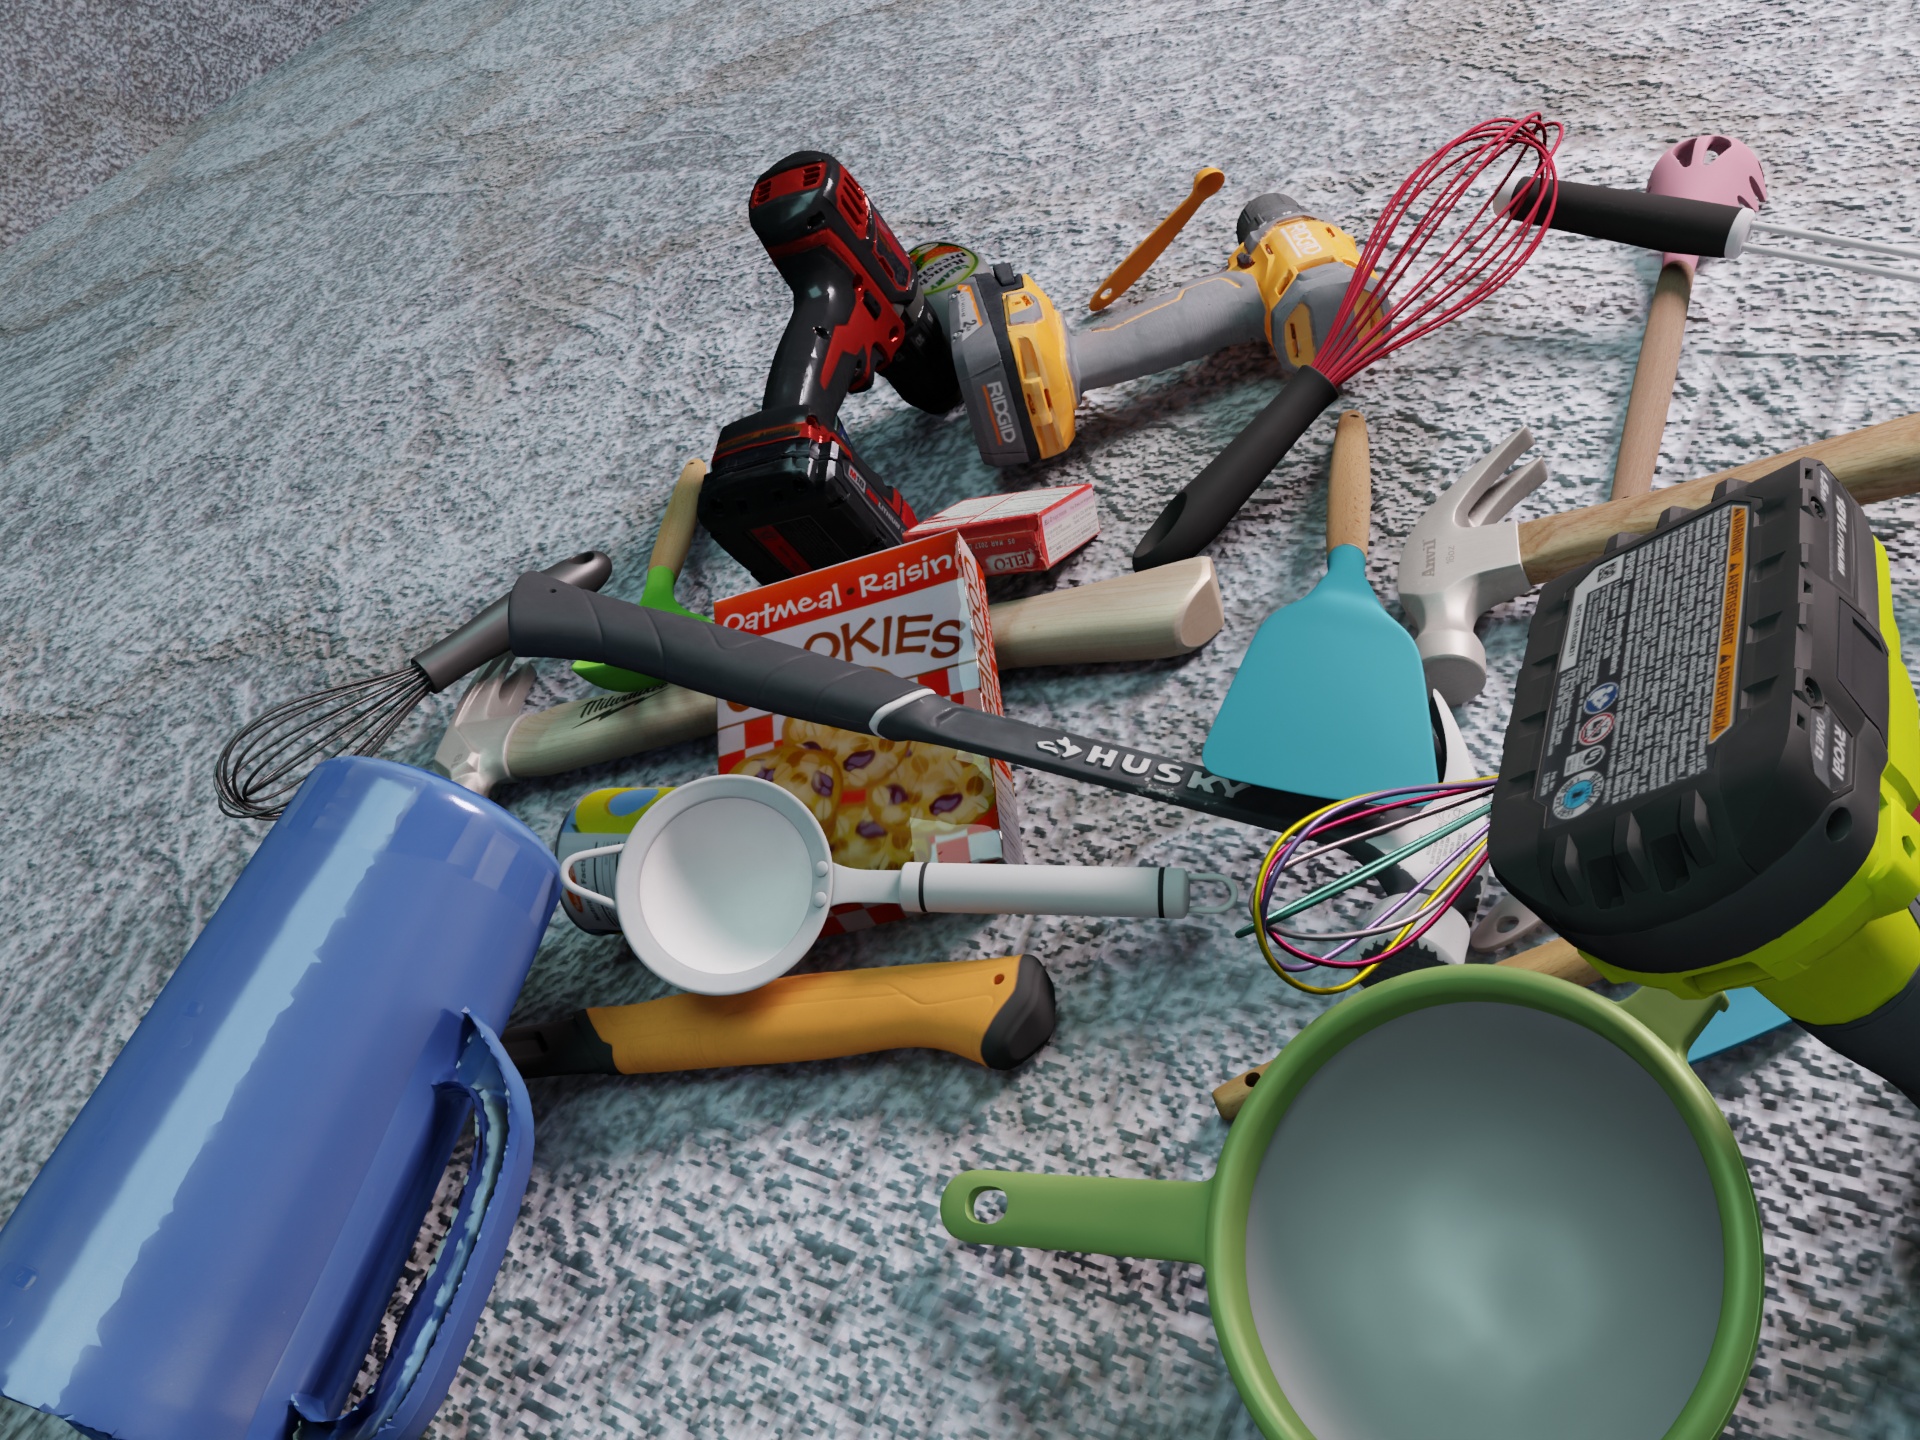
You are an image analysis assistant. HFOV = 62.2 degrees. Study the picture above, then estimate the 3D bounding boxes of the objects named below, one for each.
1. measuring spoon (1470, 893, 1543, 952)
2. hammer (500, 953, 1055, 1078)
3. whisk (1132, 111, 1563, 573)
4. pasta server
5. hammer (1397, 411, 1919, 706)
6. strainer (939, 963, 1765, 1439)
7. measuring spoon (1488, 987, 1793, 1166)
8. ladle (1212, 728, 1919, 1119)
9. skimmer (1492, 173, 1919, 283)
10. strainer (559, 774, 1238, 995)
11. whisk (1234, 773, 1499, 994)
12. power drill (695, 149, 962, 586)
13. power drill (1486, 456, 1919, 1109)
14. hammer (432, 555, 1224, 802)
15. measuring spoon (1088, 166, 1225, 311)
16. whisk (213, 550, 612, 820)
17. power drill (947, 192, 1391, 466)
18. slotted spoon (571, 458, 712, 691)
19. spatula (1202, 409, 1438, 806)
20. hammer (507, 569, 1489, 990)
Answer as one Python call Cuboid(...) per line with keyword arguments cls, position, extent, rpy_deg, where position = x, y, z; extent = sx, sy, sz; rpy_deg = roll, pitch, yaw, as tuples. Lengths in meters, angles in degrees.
Cuboid(cls="measuring spoon", position=(0.233, 0.048, 0.564), extent=(0.124, 0.018, 0.034), rpy_deg=(-36, 24, -3))
Cuboid(cls="hammer", position=(-0.124, 0.123, 0.650), extent=(0.337, 0.034, 0.127), rpy_deg=(-9, 42, 19))
Cuboid(cls="whisk", position=(0.187, -0.178, 0.768), extent=(0.296, 0.073, 0.073), rpy_deg=(-48, 41, 0))
Cuboid(cls="pasta server", position=(0.344, -0.193, 0.769), extent=(0.060, 0.040, 0.316), rpy_deg=(4, 51, 31))
Cuboid(cls="hammer", position=(0.334, -0.095, 0.611), extent=(0.331, 0.031, 0.130), rpy_deg=(-14, 42, 28))
Cuboid(cls="strainer", position=(0.108, 0.156, 0.473), extent=(0.256, 0.069, 0.152), rpy_deg=(-11, 59, 40))
Cuboid(cls="measuring spoon", position=(0.226, 0.107, 0.501), extent=(0.128, 0.021, 0.042), rpy_deg=(-21, 37, -10))
Cuboid(cls="ladle", position=(0.231, 0.069, 0.530), extent=(0.315, 0.031, 0.069), rpy_deg=(-24, 40, 5))
Cuboid(cls="skimmer", position=(0.391, -0.211, 0.682), extent=(0.364, 0.090, 0.127), rpy_deg=(26, 95, 37))
Cuboid(cls="strainer", position=(-0.024, 0.066, 0.610), extent=(0.258, 0.050, 0.087), rpy_deg=(0, 74, 12))
Cuboid(cls="whisk", position=(0.177, 0.032, 0.528), extent=(0.245, 0.051, 0.047), rpy_deg=(-19, 66, -36))
Cuboid(cls="power drill", position=(-0.056, -0.168, 0.863), extent=(0.080, 0.187, 0.227), rpy_deg=(-10, 59, 25))
Cuboid(cls="power drill", position=(0.247, 0.044, 0.406), extent=(0.080, 0.228, 0.191), rpy_deg=(-32, 25, 48))
Cuboid(cls="hammer", position=(-0.075, -0.027, 0.793), extent=(0.410, 0.038, 0.146), rpy_deg=(-12, 39, 15))
Cuboid(cls="measuring spoon", position=(0.115, -0.290, 0.958), extent=(0.117, 0.021, 0.011), rpy_deg=(-43, 60, 37))
Cuboid(cls="whisk", position=(-0.282, -0.024, 0.836), extent=(0.239, 0.055, 0.055), rpy_deg=(-38, 40, -26))
Cuboid(cls="power drill", position=(0.111, -0.232, 0.894), extent=(0.226, 0.084, 0.186), rpy_deg=(-14, 35, 7))
Cuboid(cls="slotted spoon", position=(-0.159, -0.088, 0.873), extent=(0.070, 0.031, 0.314), rpy_deg=(-15, 28, 5))
Cuboid(cls="spatula", position=(0.161, -0.068, 0.679), extent=(0.082, 0.044, 0.318), rpy_deg=(8, 31, 11))
Cuboid(cls="hammer", position=(-0.001, -0.002, 0.622), extent=(0.409, 0.036, 0.149), rpy_deg=(15, 38, 17))
